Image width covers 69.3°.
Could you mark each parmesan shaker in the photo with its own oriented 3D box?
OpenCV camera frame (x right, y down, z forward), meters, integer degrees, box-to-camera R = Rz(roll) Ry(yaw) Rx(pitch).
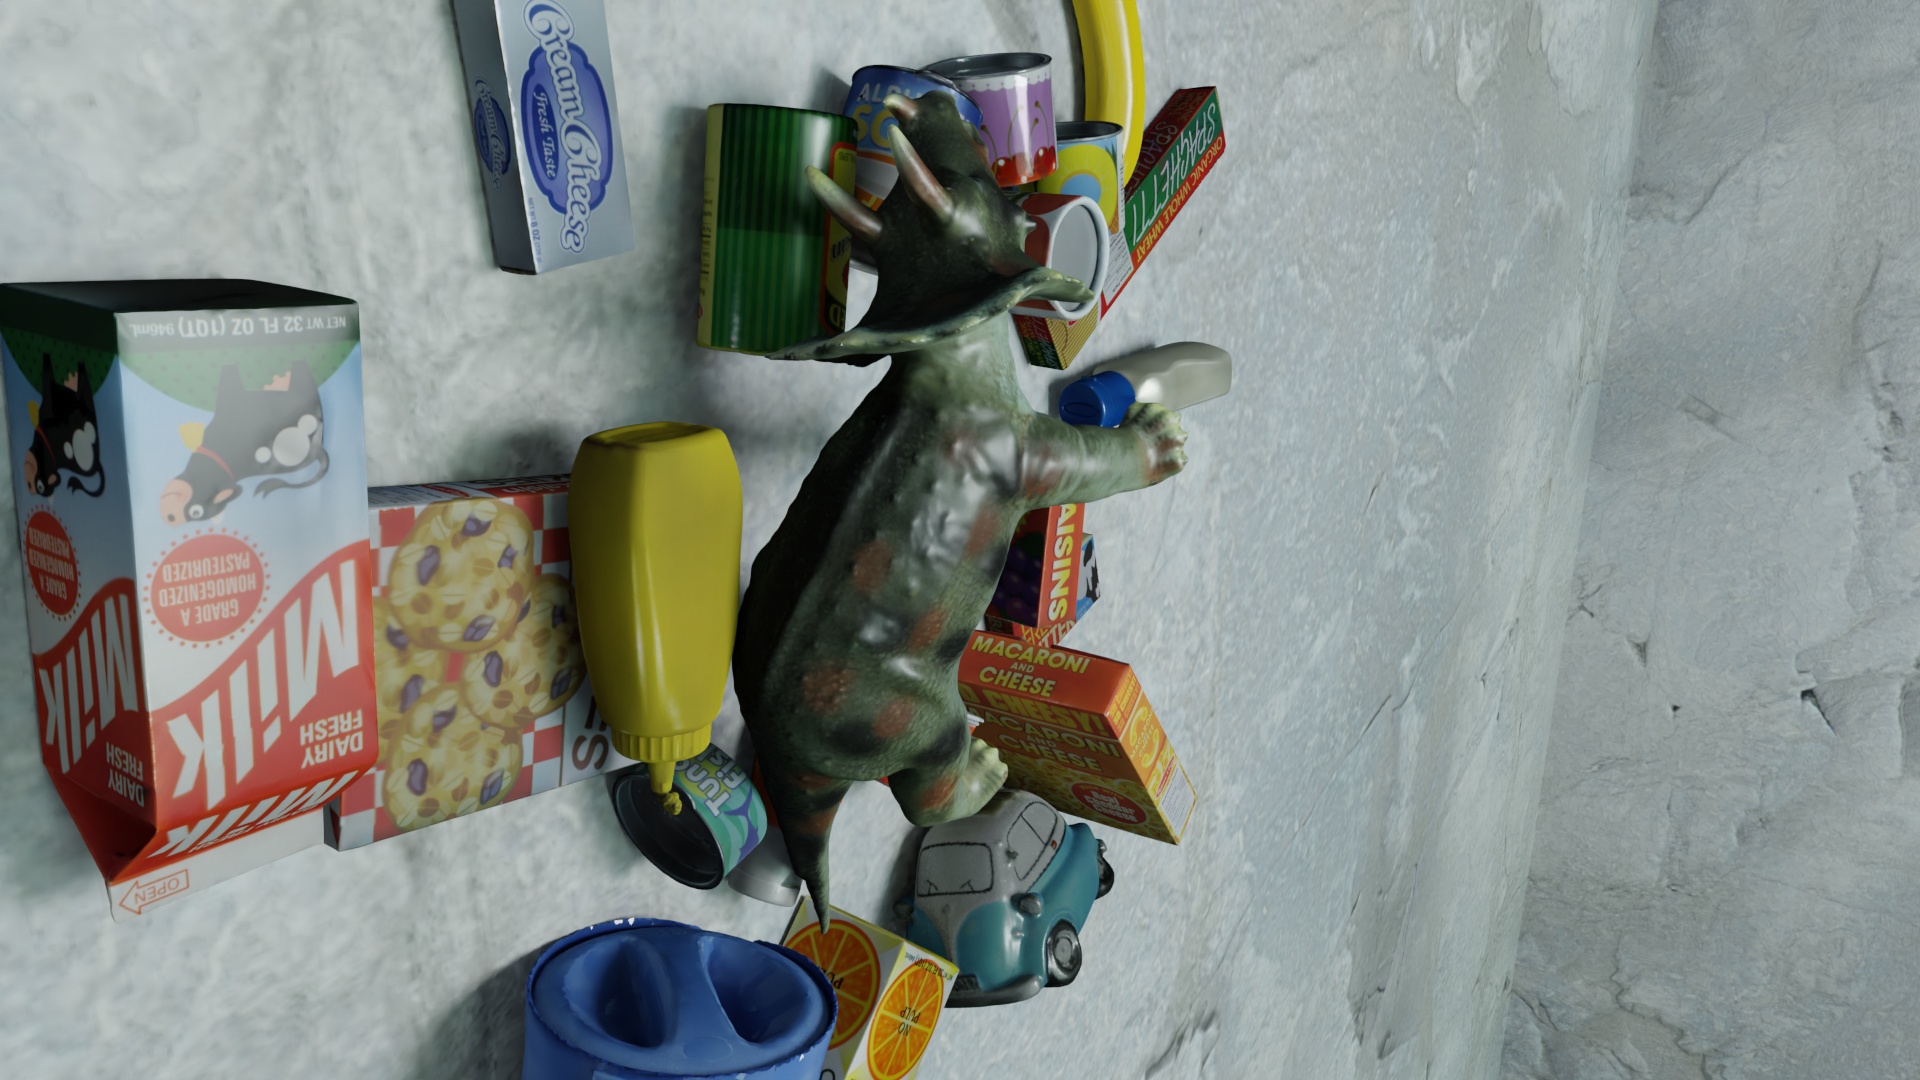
[{"bbox_3d":[-0.080,-0.134,0.607,0.071,0.071,0.102,-12,111,-54],"label":"parmesan shaker"}]

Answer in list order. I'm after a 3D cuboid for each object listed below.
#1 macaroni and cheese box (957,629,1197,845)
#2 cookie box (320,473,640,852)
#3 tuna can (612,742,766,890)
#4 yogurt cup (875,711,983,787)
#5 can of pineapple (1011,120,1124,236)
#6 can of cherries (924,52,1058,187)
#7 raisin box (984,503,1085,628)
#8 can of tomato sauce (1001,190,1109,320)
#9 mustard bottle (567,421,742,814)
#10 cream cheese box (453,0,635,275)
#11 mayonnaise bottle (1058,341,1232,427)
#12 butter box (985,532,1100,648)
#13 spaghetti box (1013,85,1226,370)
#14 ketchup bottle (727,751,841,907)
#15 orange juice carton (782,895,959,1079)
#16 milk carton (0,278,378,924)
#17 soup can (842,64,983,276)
[{"bbox_3d":[0.066,0.121,0.863,0.040,0.124,0.165,-62,144,-27],"label":"macaroni and cheese box"},{"bbox_3d":[-0.177,0.037,0.549,0.168,0.040,0.122,-10,108,-54],"label":"cookie box"},{"bbox_3d":[-0.122,0.121,0.631,0.033,0.071,0.070,-43,134,-43],"label":"tuna can"},{"bbox_3d":[-0.030,0.109,0.771,0.072,0.072,0.054,33,81,-55],"label":"yogurt cup"},{"bbox_3d":[0.059,-0.207,0.799,0.071,0.071,0.057,-34,128,-46],"label":"can of pineapple"},{"bbox_3d":[0.015,-0.220,0.728,0.072,0.071,0.058,-38,131,-44],"label":"can of cherries"},{"bbox_3d":[0.003,-0.009,0.725,0.040,0.123,0.086,-10,109,-54],"label":"raisin box"},{"bbox_3d":[0.029,-0.158,0.751,0.071,0.083,0.071,-25,122,-51],"label":"can of tomato sauce"},{"bbox_3d":[-0.120,0.035,0.548,0.065,0.049,0.159,-18,115,-54],"label":"mustard bottle"},{"bbox_3d":[-0.156,-0.158,0.528,0.053,0.024,0.103,-32,126,-49],"label":"cream cheese box"},{"bbox_3d":[0.122,-0.102,0.932,0.149,0.065,0.041,-23,117,-47],"label":"mayonnaise bottle"},{"bbox_3d":[0.055,0.041,0.911,0.104,0.024,0.053,-43,133,-41],"label":"butter box"},{"bbox_3d":[0.109,-0.209,0.903,0.251,0.029,0.050,-55,141,-31],"label":"spaghetti box"},{"bbox_3d":[-0.079,0.111,0.716,0.064,0.043,0.149,31,75,-56],"label":"ketchup bottle"},{"bbox_3d":[-0.081,0.301,0.749,0.071,0.073,0.193,48,61,-52],"label":"orange juice carton"},{"bbox_3d":[-0.233,0.019,0.427,0.072,0.073,0.190,-17,115,-53],"label":"milk carton"},{"bbox_3d":[-0.031,-0.175,0.667,0.071,0.071,0.084,23,81,-56],"label":"soup can"}]
